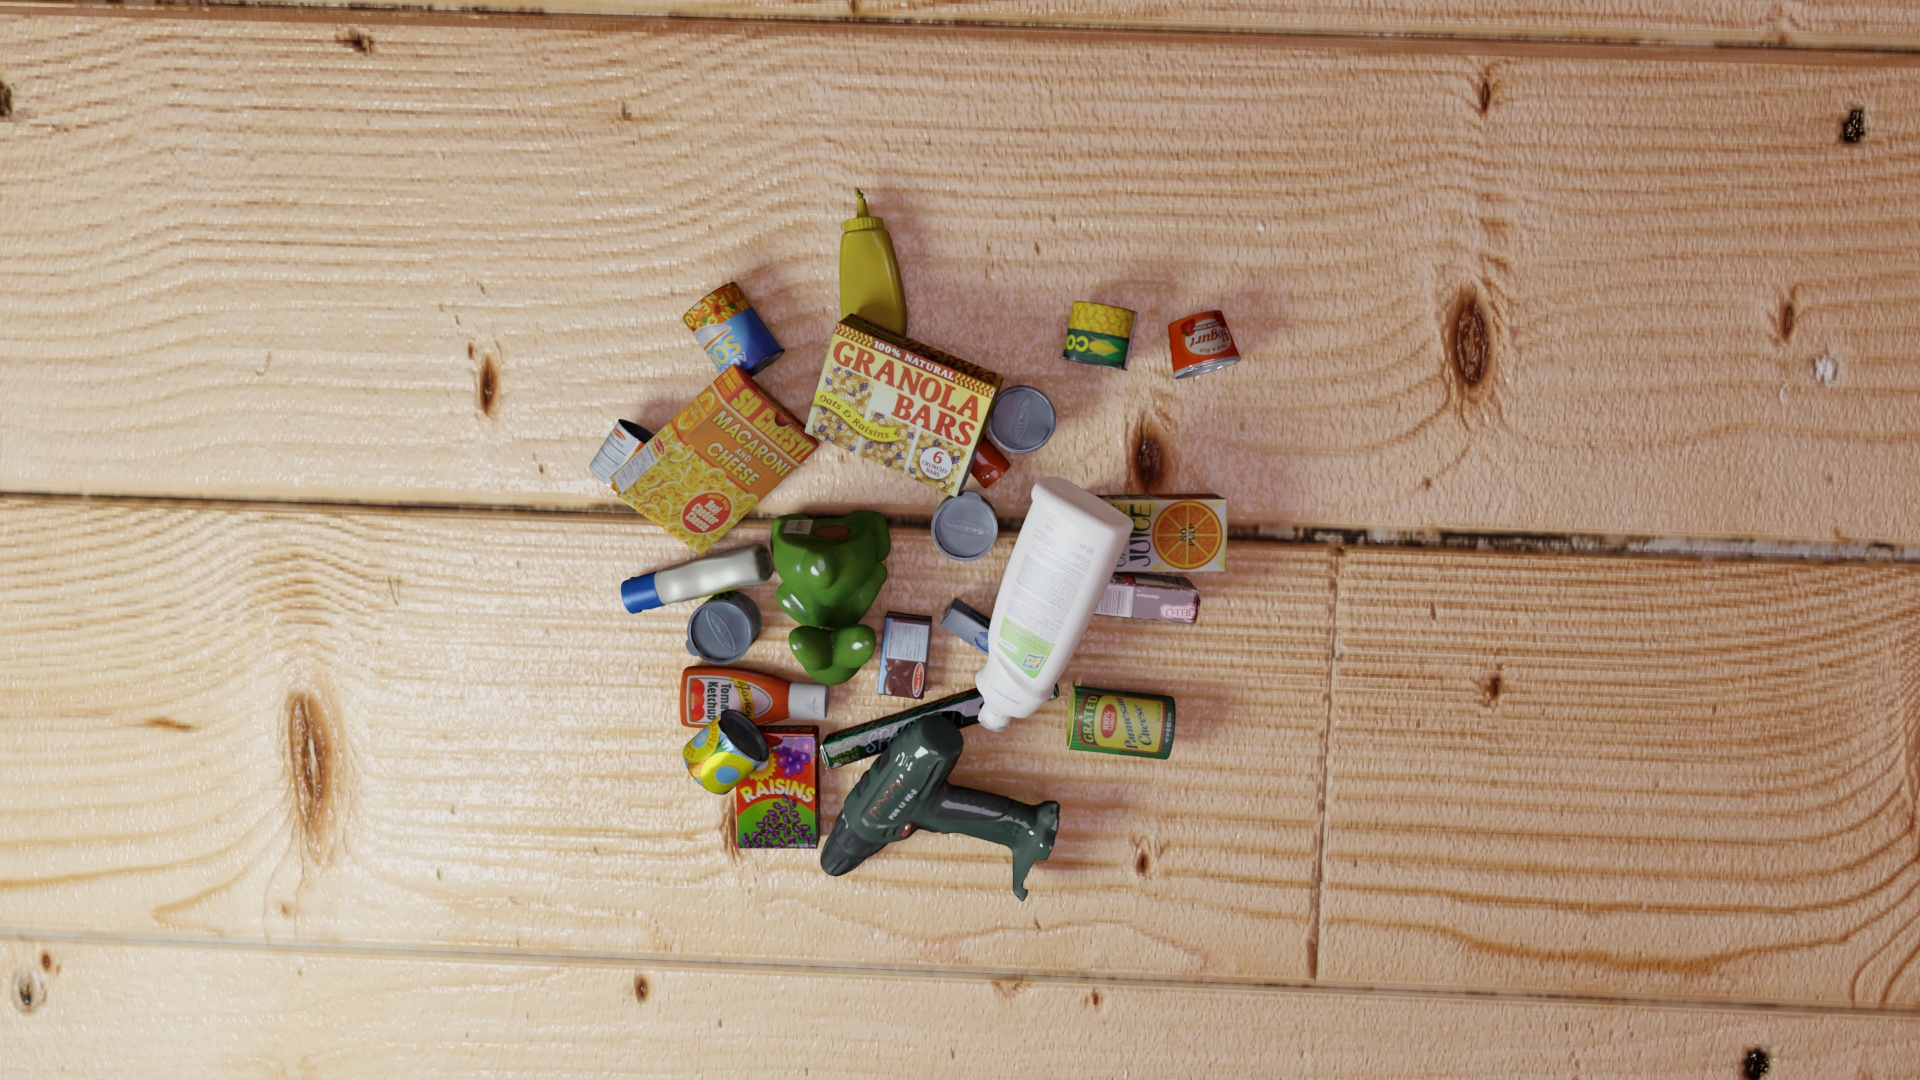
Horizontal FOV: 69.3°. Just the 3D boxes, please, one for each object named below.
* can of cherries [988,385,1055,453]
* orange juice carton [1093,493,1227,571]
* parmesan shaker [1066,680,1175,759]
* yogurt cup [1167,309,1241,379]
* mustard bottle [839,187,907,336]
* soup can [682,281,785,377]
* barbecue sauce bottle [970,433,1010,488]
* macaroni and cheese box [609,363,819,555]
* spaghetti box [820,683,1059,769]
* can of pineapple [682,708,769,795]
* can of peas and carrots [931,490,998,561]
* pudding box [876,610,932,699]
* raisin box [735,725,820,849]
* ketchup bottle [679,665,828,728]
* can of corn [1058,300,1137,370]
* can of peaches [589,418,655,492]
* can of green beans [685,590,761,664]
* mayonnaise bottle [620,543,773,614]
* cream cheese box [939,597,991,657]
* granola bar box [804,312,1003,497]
[{"bbox_3d":[0.058,-0.123,1.380,0.071,0.058,0.071,0,98,2],"label":"can of cherries"},{"bbox_3d":[0.164,-0.009,1.385,0.193,0.072,0.073,0,96,1],"label":"orange juice carton"},{"bbox_3d":[0.163,0.182,1.411,0.103,0.071,0.071,6,97,0],"label":"parmesan shaker"},{"bbox_3d":[0.237,-0.193,1.366,0.072,0.072,0.054,-14,89,3],"label":"yogurt cup"},{"bbox_3d":[-0.089,-0.267,1.371,0.065,0.049,0.160,-5,96,5],"label":"mustard bottle"},{"bbox_3d":[-0.226,-0.202,1.371,0.071,0.071,0.083,-35,94,5],"label":"soup can"},{"bbox_3d":[-0.012,-0.118,1.390,0.064,0.044,0.148,-42,95,14],"label":"barbecue sauce bottle"},{"bbox_3d":[-0.239,-0.077,1.367,0.166,0.040,0.123,-42,137,6],"label":"macaroni and cheese box"},{"bbox_3d":[-0.022,0.181,1.422,0.250,0.050,0.028,-18,95,3],"label":"spaghetti box"},{"bbox_3d":[-0.235,0.210,1.383,0.057,0.071,0.071,-41,94,13],"label":"can of pineapple"},{"bbox_3d":[0.005,-0.017,1.394,0.071,0.059,0.071,0,96,1],"label":"can of peas and carrots"},{"bbox_3d":[-0.057,0.118,1.425,0.050,0.030,0.083,6,97,-1],"label":"pudding box"},{"bbox_3d":[-0.190,0.255,1.440,0.086,0.040,0.123,0,96,2],"label":"raisin box"},{"bbox_3d":[-0.211,0.163,1.428,0.149,0.043,0.064,2,94,0],"label":"ketchup bottle"},{"bbox_3d":[0.135,-0.201,1.364,0.071,0.071,0.058,11,96,0],"label":"can of corn"},{"bbox_3d":[-0.327,-0.079,1.391,0.071,0.071,0.058,35,97,-3],"label":"can of peaches"},{"bbox_3d":[-0.239,0.088,1.412,0.071,0.058,0.071,0,97,1],"label":"can of green beans"},{"bbox_3d":[-0.268,0.040,1.407,0.148,0.065,0.041,-15,92,7],"label":"mayonnaise bottle"},{"bbox_3d":[0.029,0.098,1.409,0.104,0.053,0.024,33,101,-2],"label":"cream cheese box"},{"bbox_3d":[-0.055,-0.132,1.349,0.166,0.039,0.123,23,117,7],"label":"granola bar box"}]
